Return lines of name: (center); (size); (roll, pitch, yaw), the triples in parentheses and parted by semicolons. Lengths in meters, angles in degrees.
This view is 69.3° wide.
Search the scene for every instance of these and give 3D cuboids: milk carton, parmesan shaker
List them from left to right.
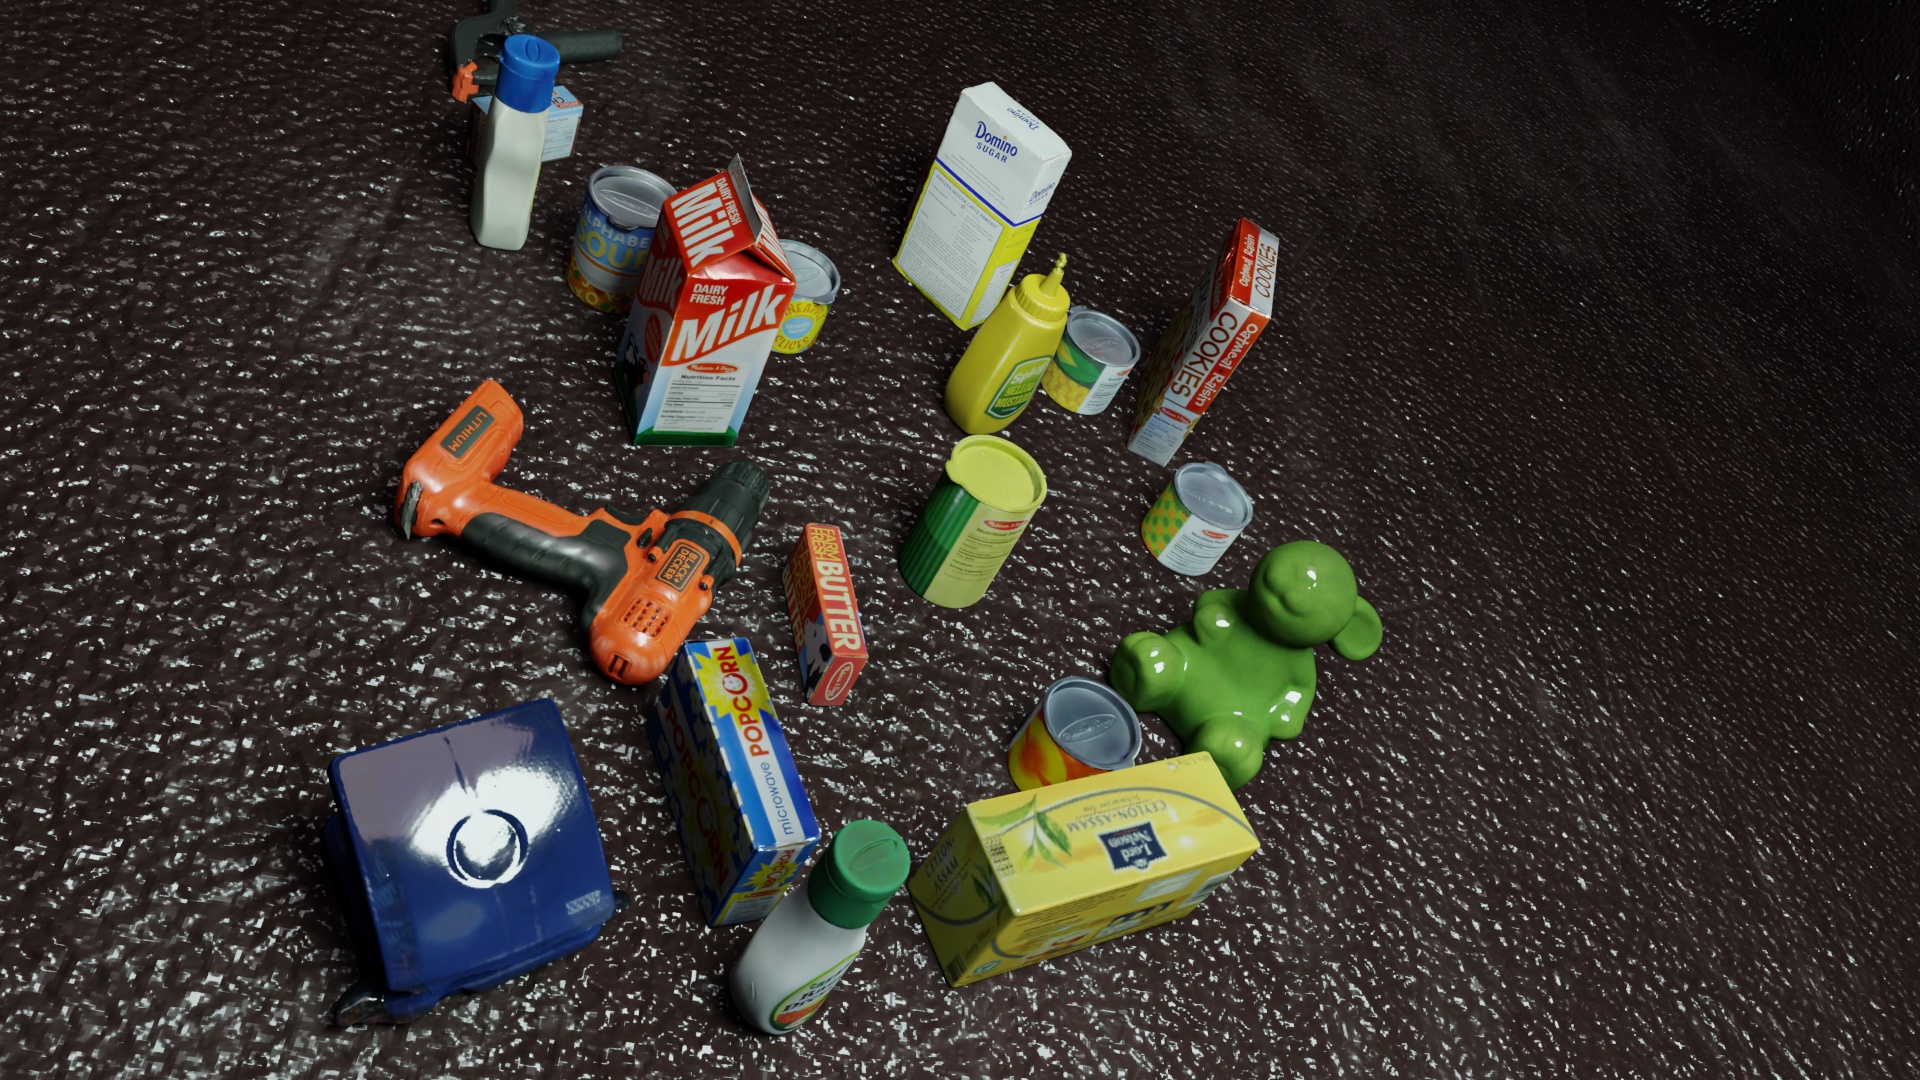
milk carton: (-0.162, -0.150, 0.892); (0.073, 0.189, 0.072); (-1, 51, -30)
parmesan shaker: (0.003, -0.012, 0.919); (0.071, 0.102, 0.072); (16, 44, -16)

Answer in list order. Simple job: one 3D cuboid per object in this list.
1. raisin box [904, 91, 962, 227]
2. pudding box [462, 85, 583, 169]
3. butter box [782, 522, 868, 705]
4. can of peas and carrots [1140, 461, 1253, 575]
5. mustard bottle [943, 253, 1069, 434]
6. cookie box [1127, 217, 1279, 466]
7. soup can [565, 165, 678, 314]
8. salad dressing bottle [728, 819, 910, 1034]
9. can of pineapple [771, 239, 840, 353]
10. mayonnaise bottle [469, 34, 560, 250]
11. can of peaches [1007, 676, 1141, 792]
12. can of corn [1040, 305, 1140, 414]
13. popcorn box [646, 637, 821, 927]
raisin box: (0.013, -0.311, 1.194); (0.086, 0.122, 0.040); (21, 43, -11)
pudding box: (-0.331, -0.313, 1.055); (0.030, 0.049, 0.084); (45, 44, 15)
butter box: (-0.084, 0.045, 0.853); (0.024, 0.052, 0.104); (5, 48, -26)
can of peas and carrots: (0.179, -0.018, 1.057); (0.071, 0.058, 0.071); (16, 44, -16)
mustard bottle: (0.042, -0.147, 1.027); (0.065, 0.159, 0.049); (-19, 61, -40)
cookie box: (0.194, -0.160, 1.120); (0.040, 0.166, 0.123); (25, 42, -6)
soup can: (-0.240, -0.210, 0.984); (0.071, 0.083, 0.072); (16, 44, -16)
salad dressing bottle: (-0.067, 0.184, 0.660); (0.064, 0.146, 0.044); (-22, 63, -41)
can of pineapple: (-0.130, -0.181, 1.038); (0.071, 0.057, 0.071); (16, 44, -16)
mayonnaise bottle: (-0.308, -0.275, 0.959); (0.041, 0.147, 0.065); (5, 48, -26)
can of peaches: (0.070, 0.129, 0.857); (0.071, 0.057, 0.071); (16, 44, -16)
can of corn: (0.103, -0.147, 1.138); (0.071, 0.058, 0.071); (16, 44, -16)
popcorn box: (-0.122, 0.126, 0.731); (0.038, 0.084, 0.127); (-4, 52, -32)
